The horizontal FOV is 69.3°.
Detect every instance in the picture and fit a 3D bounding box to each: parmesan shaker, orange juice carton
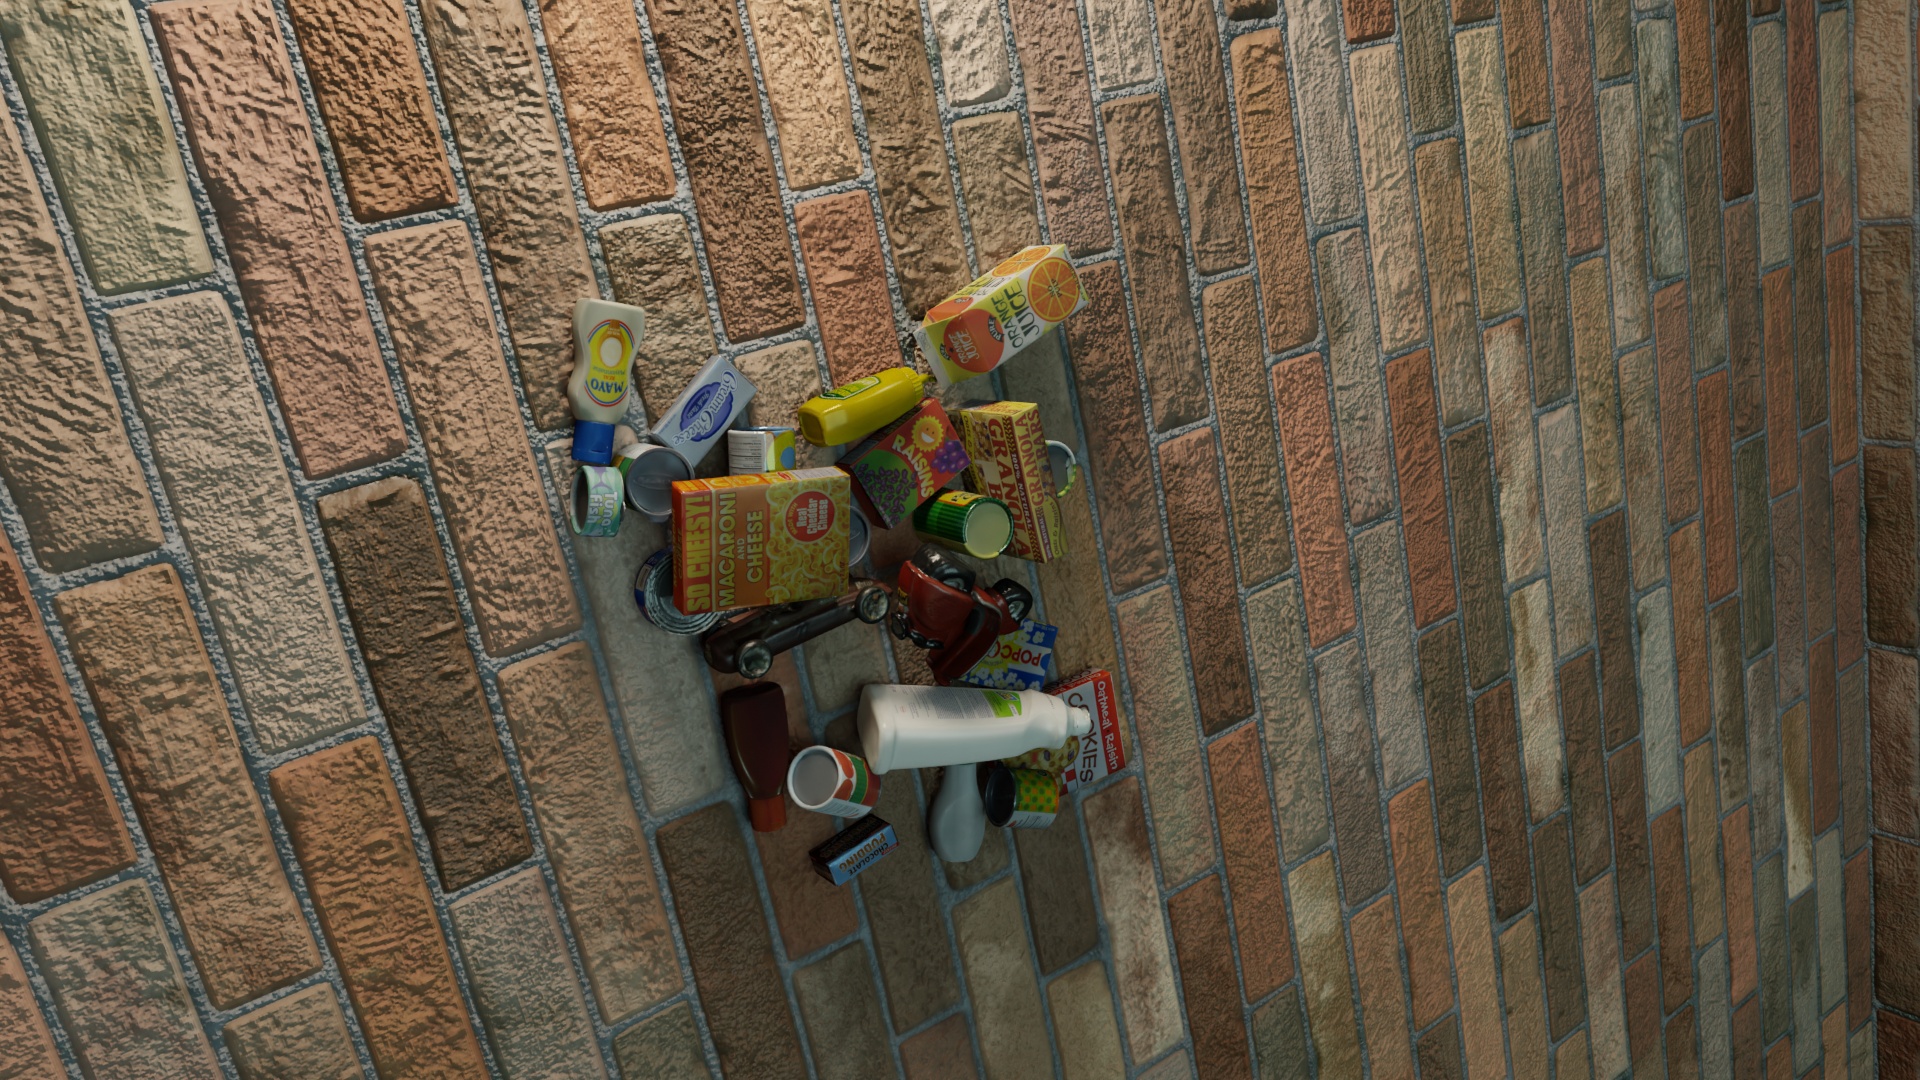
[{"bbox_3d":[0.005,-0.018,1.472,0.071,0.103,0.071,-5,100,-32],"label":"parmesan shaker"},{"bbox_3d":[0.037,-0.238,1.477,0.193,0.073,0.071,-37,115,-22],"label":"orange juice carton"}]

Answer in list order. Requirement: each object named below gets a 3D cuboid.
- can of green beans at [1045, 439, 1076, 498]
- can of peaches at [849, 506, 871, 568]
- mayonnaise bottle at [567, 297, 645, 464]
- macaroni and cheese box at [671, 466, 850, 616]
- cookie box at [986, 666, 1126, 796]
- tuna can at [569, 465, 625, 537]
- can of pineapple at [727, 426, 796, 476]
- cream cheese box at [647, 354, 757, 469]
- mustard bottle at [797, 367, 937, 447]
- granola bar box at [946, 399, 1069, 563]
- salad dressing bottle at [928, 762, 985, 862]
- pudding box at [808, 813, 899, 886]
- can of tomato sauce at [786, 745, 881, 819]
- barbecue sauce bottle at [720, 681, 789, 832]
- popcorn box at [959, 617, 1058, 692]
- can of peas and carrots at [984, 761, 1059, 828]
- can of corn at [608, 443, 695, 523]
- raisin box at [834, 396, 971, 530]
[{"bbox_3d":[0.086,-0.080,1.540,0.071,0.058,0.071,-6,100,-31],"label":"can of green beans"},{"bbox_3d":[-0.133,-0.009,1.413,0.071,0.058,0.071,-5,100,-31],"label":"can of peaches"},{"bbox_3d":[-0.331,-0.145,1.278,0.065,0.041,0.148,6,94,-34],"label":"mayonnaise bottle"},{"bbox_3d":[-0.189,0.000,1.320,0.167,0.040,0.123,-7,110,-27],"label":"macaroni and cheese box"},{"bbox_3d":[0.108,0.232,1.612,0.168,0.040,0.122,-18,106,-27],"label":"cookie box"},{"bbox_3d":[-0.334,-0.035,1.275,0.033,0.071,0.071,2,97,-31],"label":"tuna can"},{"bbox_3d":[-0.193,-0.081,1.361,0.071,0.071,0.057,-6,101,-31],"label":"can of pineapple"},{"bbox_3d":[-0.249,-0.125,1.343,0.053,0.024,0.104,44,74,-29],"label":"cream cheese box"},{"bbox_3d":[-0.088,-0.143,1.421,0.161,0.065,0.048,-28,117,-32],"label":"mustard bottle"},{"bbox_3d":[0.050,-0.064,1.480,0.039,0.124,0.165,-23,109,-28],"label":"granola bar box"},{"bbox_3d":[-0.002,0.281,1.548,0.064,0.044,0.147,0,96,-30],"label":"salad dressing bottle"},{"bbox_3d":[-0.113,0.330,1.481,0.084,0.049,0.030,-28,110,-26],"label":"pudding box"},{"bbox_3d":[-0.130,0.247,1.431,0.083,0.071,0.071,33,78,-60],"label":"can of tomato sauce"},{"bbox_3d":[-0.203,0.222,1.412,0.065,0.043,0.148,-14,105,-31],"label":"barbecue sauce bottle"},{"bbox_3d":[0.040,0.121,1.554,0.127,0.038,0.085,17,87,-33],"label":"popcorn box"},{"bbox_3d":[0.067,0.282,1.533,0.059,0.071,0.071,10,92,-29],"label":"can of peas and carrots"},{"bbox_3d":[-0.292,-0.055,1.306,0.071,0.058,0.071,-6,100,-32],"label":"can of corn"},{"bbox_3d":[-0.059,-0.082,1.460,0.124,0.040,0.086,-40,115,-22],"label":"raisin box"}]
